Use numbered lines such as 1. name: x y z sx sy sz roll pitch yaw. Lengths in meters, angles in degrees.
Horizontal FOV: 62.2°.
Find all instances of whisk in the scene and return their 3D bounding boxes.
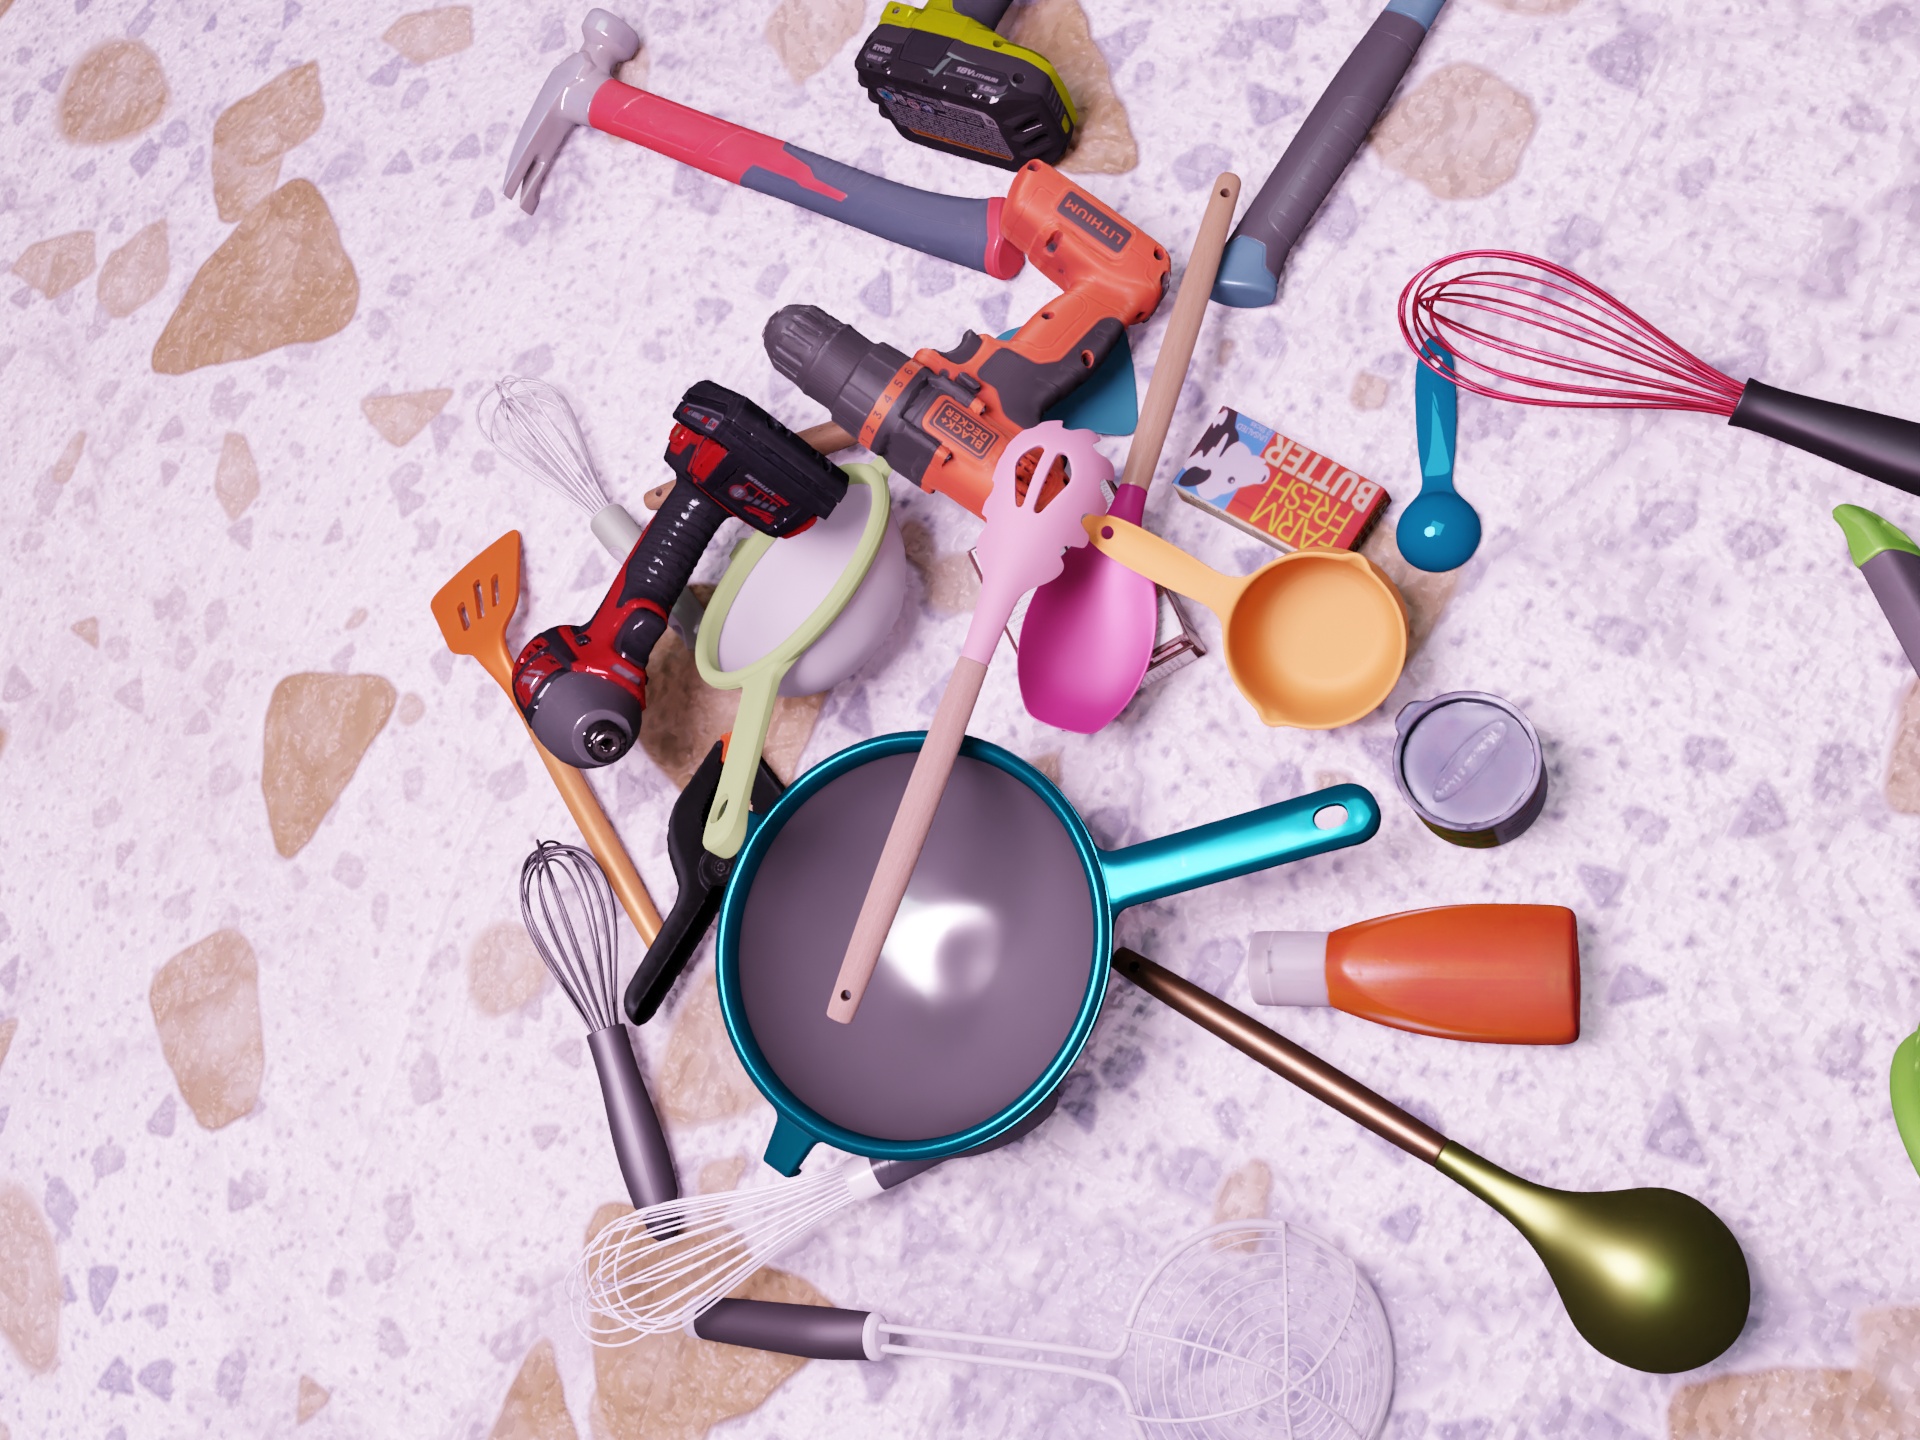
1. whisk: 0.350 -0.158 0.757 0.296 0.073 0.073 24 87 19
2. whisk: -0.202 0.178 0.905 0.055 0.055 0.239 -23 78 16
3. whisk: -0.078 0.251 0.827 0.284 0.070 0.070 -25 69 6
4. whisk: -0.227 -0.132 0.997 0.059 0.057 0.246 -33 68 -21

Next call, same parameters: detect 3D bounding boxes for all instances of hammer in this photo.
1. hammer: -0.130 -0.339 1.011 0.386 0.038 0.143 29 90 26
2. hammer: 0.235 -0.368 0.867 0.128 0.033 0.331 34 92 25

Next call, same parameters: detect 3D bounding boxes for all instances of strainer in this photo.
1. strainer: -0.082 -0.025 0.858 0.151 0.069 0.257 -26 40 37
2. strainer: 0.046 0.098 0.799 0.340 0.095 0.211 -18 69 15

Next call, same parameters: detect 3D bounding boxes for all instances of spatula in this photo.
1. spatula: -0.247 0.018 0.982 0.081 0.041 0.323 -37 70 11
2. spatula: -0.052 -0.170 0.946 0.317 0.044 0.082 -14 73 24

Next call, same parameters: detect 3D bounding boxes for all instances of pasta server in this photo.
1. pasta server: -0.001 -0.002 0.778 0.060 0.040 0.316 20 88 13

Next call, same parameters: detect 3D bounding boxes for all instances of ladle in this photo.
1. ladle: 0.205 0.190 0.746 0.320 0.062 0.078 28 87 33

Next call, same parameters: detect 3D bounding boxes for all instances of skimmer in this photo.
1. skimmer: 0.025 0.307 0.792 0.363 0.090 0.127 -7 80 32

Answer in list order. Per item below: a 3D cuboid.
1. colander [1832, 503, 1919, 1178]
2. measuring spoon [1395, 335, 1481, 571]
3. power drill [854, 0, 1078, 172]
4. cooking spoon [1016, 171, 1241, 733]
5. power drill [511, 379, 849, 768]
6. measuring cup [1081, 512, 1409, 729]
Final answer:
1. colander: 0.418 0.086 0.645 0.094 0.204 0.398 -47 41 44
2. measuring spoon: 0.242 -0.140 0.813 0.042 0.021 0.129 -3 77 22
3. power drill: 0.056 -0.447 0.939 0.191 0.080 0.228 26 85 26
4. cooking spoon: 0.099 -0.145 0.837 0.069 0.017 0.319 16 81 10
5. power drill: -0.164 -0.073 0.881 0.219 0.078 0.143 -55 29 1
6. measuring cup: 0.143 -0.063 0.799 0.174 0.052 0.095 30 110 14
